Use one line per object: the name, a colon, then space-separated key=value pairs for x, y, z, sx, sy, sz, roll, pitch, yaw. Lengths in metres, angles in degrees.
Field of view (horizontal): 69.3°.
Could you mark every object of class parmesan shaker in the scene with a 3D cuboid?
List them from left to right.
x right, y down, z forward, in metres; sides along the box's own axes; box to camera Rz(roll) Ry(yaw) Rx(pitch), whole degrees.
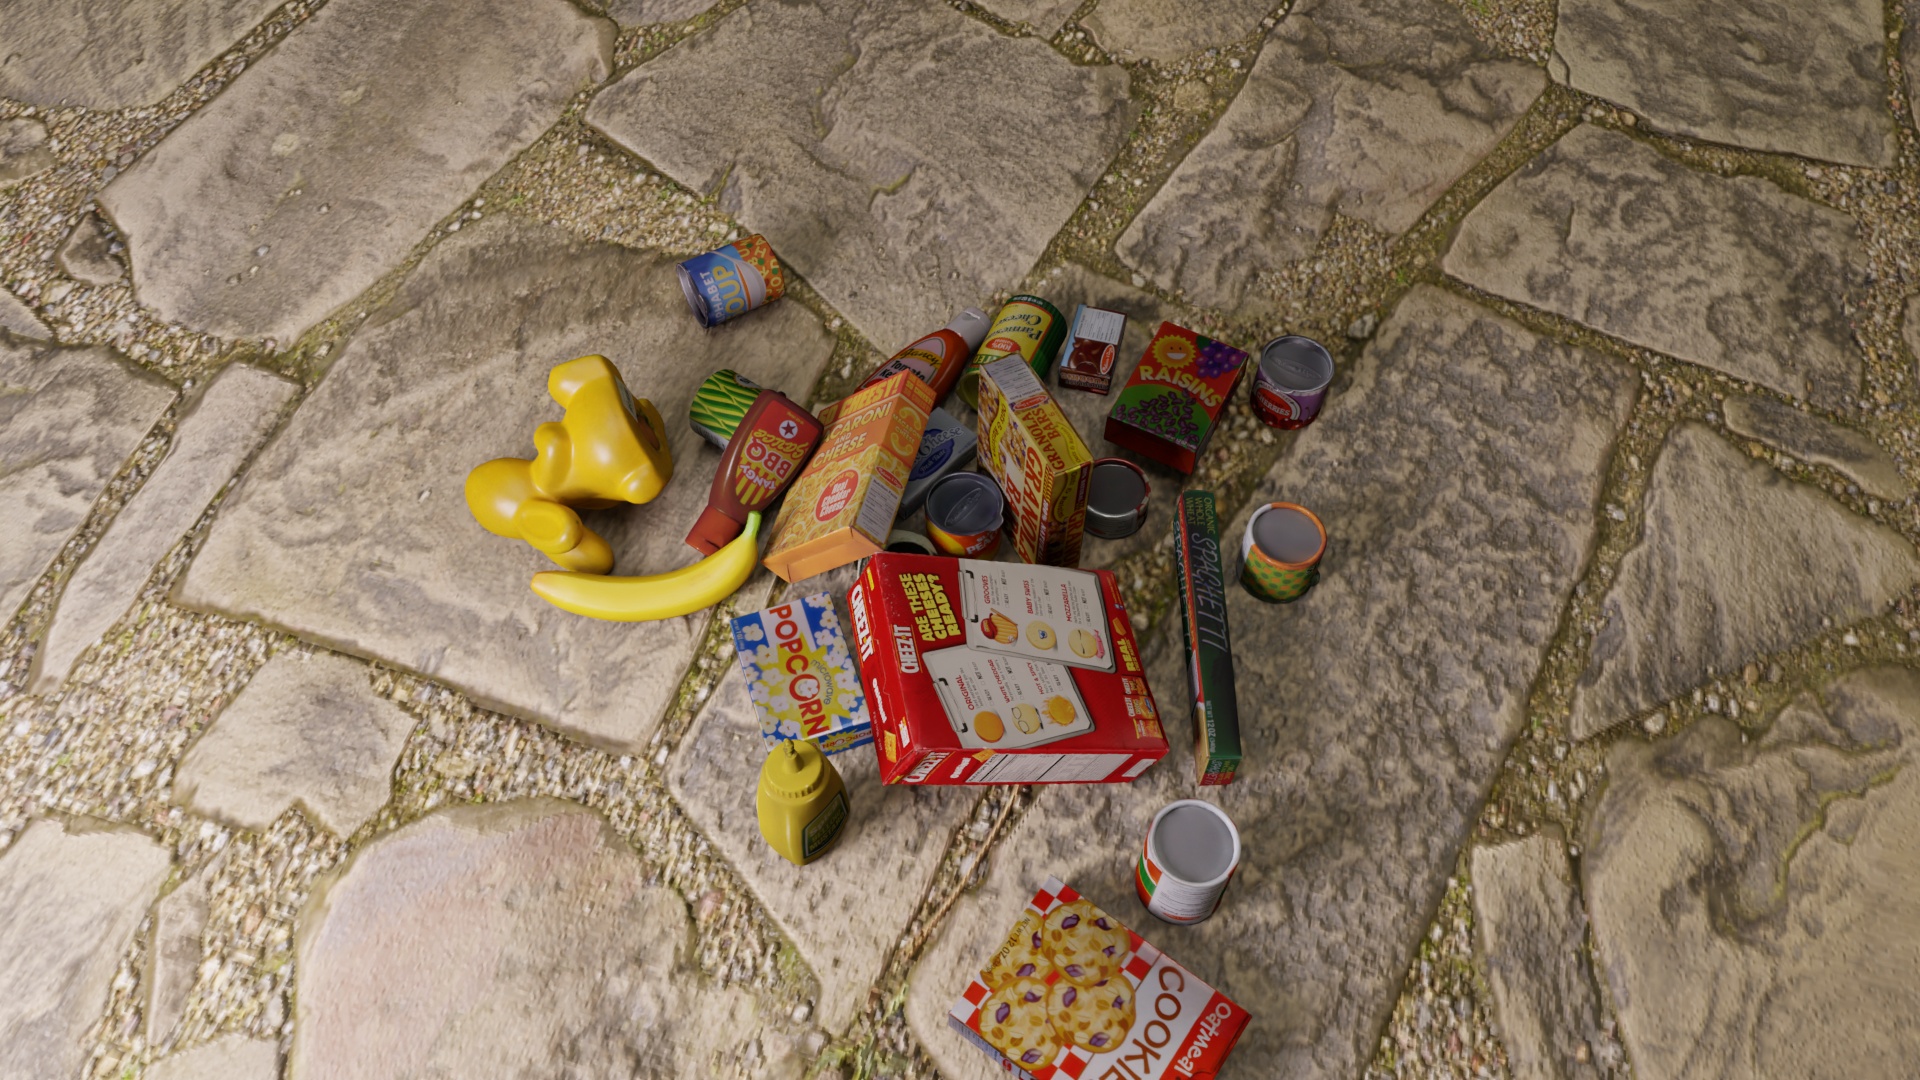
parmesan shaker: x=0.047 y=-0.168 z=1.270 sx=0.071 sy=0.071 sz=0.103 roll=19 pitch=59 yaw=12

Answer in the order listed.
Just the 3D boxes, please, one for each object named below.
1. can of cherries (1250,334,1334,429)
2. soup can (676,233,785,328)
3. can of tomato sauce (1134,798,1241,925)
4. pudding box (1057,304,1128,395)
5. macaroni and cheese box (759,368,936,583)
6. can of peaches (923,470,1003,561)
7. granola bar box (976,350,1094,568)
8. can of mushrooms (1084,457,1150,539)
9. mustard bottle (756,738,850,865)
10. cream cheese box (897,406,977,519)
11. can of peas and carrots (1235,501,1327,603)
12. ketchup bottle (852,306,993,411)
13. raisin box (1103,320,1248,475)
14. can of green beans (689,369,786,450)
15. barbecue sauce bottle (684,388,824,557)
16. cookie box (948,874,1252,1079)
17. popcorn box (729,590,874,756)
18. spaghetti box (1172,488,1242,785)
can of cherries: x=0.297 y=-0.141 z=1.257 sx=0.071 sy=0.058 sz=0.072 roll=0 pitch=57 yaw=-1
soup can: x=-0.217 y=-0.246 z=1.320 sx=0.084 sy=0.071 sz=0.071 roll=-26 pitch=60 yaw=-16
can of tomato sauce: x=0.162 y=0.229 z=0.996 sx=0.071 sy=0.082 sz=0.071 roll=0 pitch=57 yaw=0
pudding box: x=0.124 y=-0.179 z=1.298 sx=0.050 sy=0.030 sz=0.084 roll=13 pitch=58 yaw=7
macaroni and cheese box: x=-0.093 y=-0.053 z=1.169 sx=0.123 sy=0.040 sz=0.167 roll=-19 pitch=43 yaw=43
can of peaches: x=0.004 y=-0.015 z=1.173 sx=0.071 sy=0.057 sz=0.071 roll=0 pitch=56 yaw=0
granola bar box: x=0.058 y=-0.055 z=1.136 sx=0.039 sy=0.164 sz=0.124 roll=-22 pitch=59 yaw=-15
can of mushrooms: x=0.131 y=-0.039 z=1.204 sx=0.071 sy=0.033 sz=0.071 roll=0 pitch=57 yaw=1
mustard bottle: x=-0.114 y=0.179 z=0.984 sx=0.049 sy=0.159 sz=0.065 roll=35 pitch=65 yaw=19
cream cheese box: x=-0.034 y=-0.069 z=1.229 sx=0.053 sy=0.024 sz=0.104 roll=36 pitch=64 yaw=22
can of peas and carrots: x=0.269 y=0.011 z=1.156 sx=0.071 sy=0.058 sz=0.071 roll=0 pitch=57 yaw=0
ketchup bottle: x=-0.029 y=-0.158 z=1.277 sx=0.065 sy=0.043 sz=0.149 roll=30 pitch=61 yaw=26
raisin box: x=0.192 y=-0.127 z=1.229 sx=0.086 sy=0.040 sz=0.124 roll=23 pitch=62 yaw=15
can of green beans: x=-0.198 y=-0.111 z=1.232 sx=0.058 sy=0.071 sz=0.071 roll=30 pitch=62 yaw=19
barbecue sauce bottle: x=-0.180 y=-0.052 z=1.181 sx=0.065 sy=0.043 sz=0.148 roll=35 pitch=82 yaw=-24
cookie box: x=0.095 y=0.330 z=0.955 sx=0.168 sy=0.040 sz=0.123 roll=32 pitch=62 yaw=19
popcorn box: x=-0.126 y=0.110 z=1.102 sx=0.085 sy=0.038 sz=0.127 roll=-16 pitch=58 yaw=-11
spaghetti box: x=0.197 y=0.072 z=1.120 sx=0.029 sy=0.050 sz=0.251 roll=2 pitch=56 yaw=-1
